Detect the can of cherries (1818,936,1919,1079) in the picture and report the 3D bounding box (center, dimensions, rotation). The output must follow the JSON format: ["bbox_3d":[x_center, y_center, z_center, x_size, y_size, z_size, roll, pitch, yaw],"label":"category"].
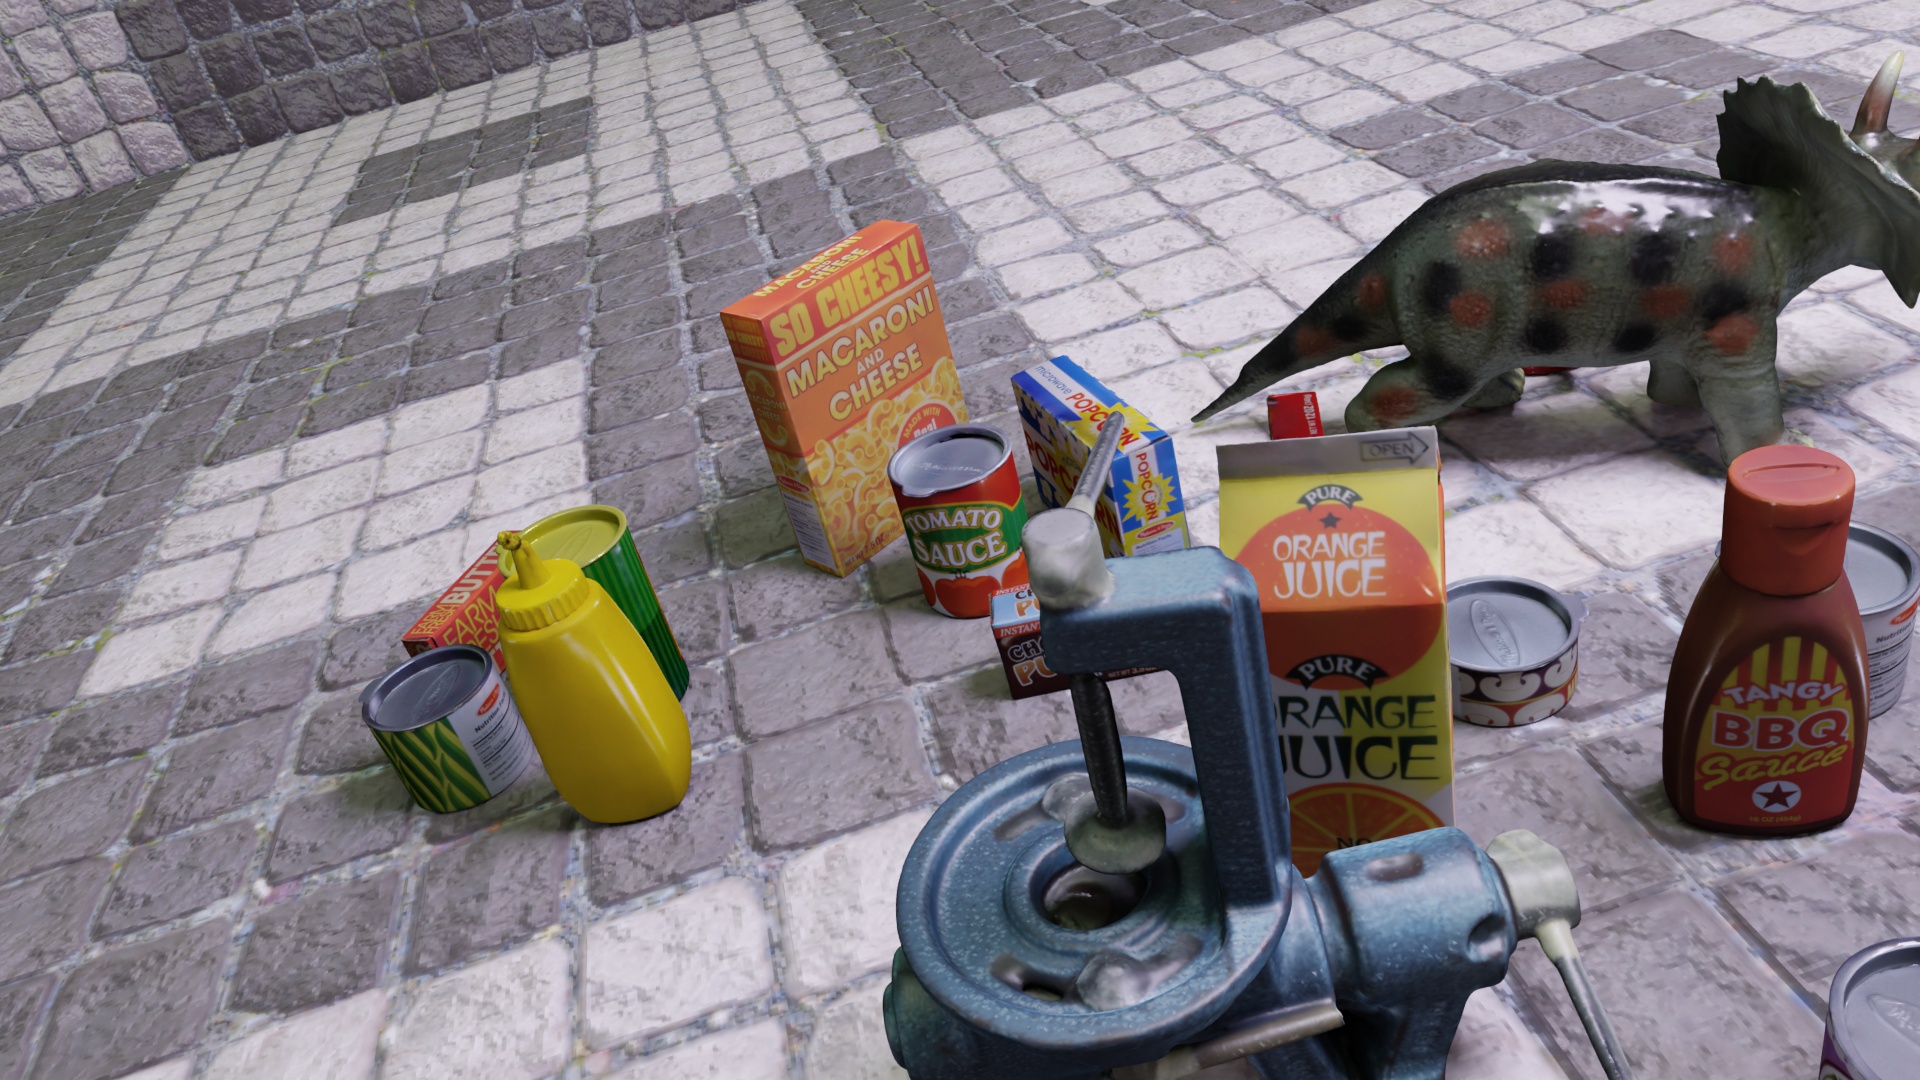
[{"bbox_3d":[0.278,0.158,0.391,0.071,0.058,0.072,-11,32,7],"label":"can of cherries"}]

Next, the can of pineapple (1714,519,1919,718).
[{"bbox_3d":[0.343,0.031,0.560,0.071,0.057,0.071,-11,32,7],"label":"can of pineapple"}]

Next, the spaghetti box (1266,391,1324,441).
[{"bbox_3d":[0.172,0.009,0.672,0.028,0.050,0.251,-7,33,12],"label":"spaghetti box"}]

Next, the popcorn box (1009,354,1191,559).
[{"bbox_3d":[0.075,-0.039,0.751,0.038,0.084,0.127,-22,33,-11],"label":"popcorn box"}]

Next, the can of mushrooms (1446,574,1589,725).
[{"bbox_3d":[0.235,0.047,0.602,0.071,0.033,0.071,-11,32,7],"label":"can of mushrooms"}]

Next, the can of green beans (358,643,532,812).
[{"bbox_3d":[-0.260,0.095,0.708,0.071,0.057,0.071,-11,32,7],"label":"can of green beans"}]

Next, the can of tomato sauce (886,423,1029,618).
[{"bbox_3d":[0.003,-0.009,0.738,0.071,0.082,0.071,-11,32,7],"label":"can of tomato sauce"}]

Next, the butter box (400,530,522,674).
[{"bbox_3d":[-0.271,0.044,0.796,0.024,0.053,0.104,0,35,23],"label":"butter box"}]

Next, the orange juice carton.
[{"bbox_3d":[0.138,0.044,0.497,0.072,0.191,0.073,-2,34,20],"label":"orange juice carton"}]

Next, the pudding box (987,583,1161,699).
[{"bbox_3d":[0.059,0.042,0.667,0.084,0.049,0.030,-12,32,5],"label":"pudding box"}]

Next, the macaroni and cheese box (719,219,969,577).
[{"bbox_3d":[-0.058,-0.082,0.796,0.040,0.165,0.124,18,45,41],"label":"macaroni and cheese box"}]

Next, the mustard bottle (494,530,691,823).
[{"bbox_3d":[-0.173,0.058,0.634,0.065,0.159,0.049,-12,32,6],"label":"mustard bottle"}]

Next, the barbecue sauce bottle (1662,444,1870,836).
[{"bbox_3d":[0.285,0.038,0.488,0.065,0.147,0.044,-5,33,16],"label":"barbecue sauce bottle"}]

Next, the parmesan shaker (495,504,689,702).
[{"bbox_3d":[-0.190,0.042,0.719,0.071,0.102,0.072,-11,32,7],"label":"parmesan shaker"}]
